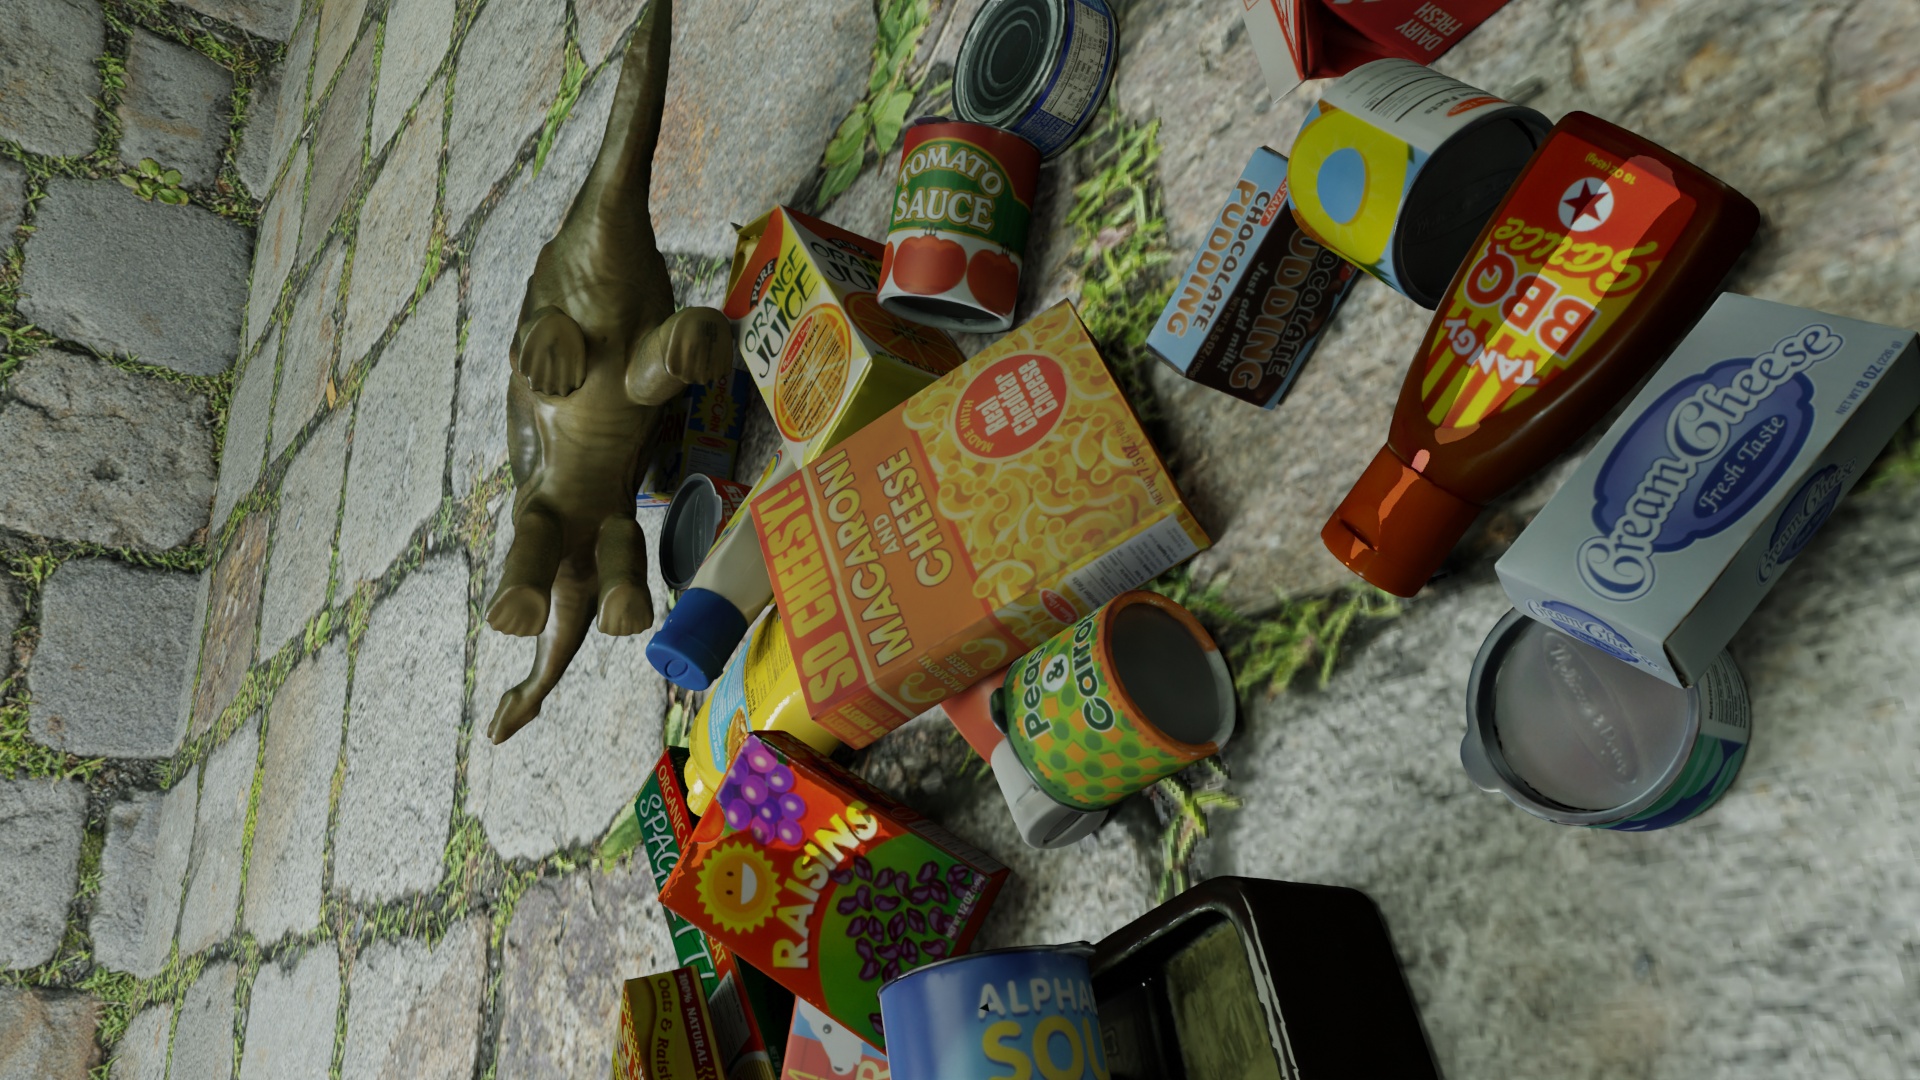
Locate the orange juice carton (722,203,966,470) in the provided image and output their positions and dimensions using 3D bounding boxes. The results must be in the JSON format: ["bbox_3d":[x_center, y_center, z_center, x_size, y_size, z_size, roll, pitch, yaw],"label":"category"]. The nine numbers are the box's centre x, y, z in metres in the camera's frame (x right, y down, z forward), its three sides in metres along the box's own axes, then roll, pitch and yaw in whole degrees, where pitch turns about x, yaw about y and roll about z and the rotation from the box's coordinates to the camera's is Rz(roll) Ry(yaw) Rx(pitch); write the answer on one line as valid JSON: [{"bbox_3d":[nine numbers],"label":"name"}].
[{"bbox_3d":[-0.065,-0.109,0.722,0.072,0.072,0.193,-56,41,25],"label":"orange juice carton"}]

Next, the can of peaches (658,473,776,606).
[{"bbox_3d":[-0.127,0.000,0.778,0.071,0.058,0.071,-22,61,47],"label":"can of peaches"}]

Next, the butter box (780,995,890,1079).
[{"bbox_3d":[-0.051,0.236,0.609,0.053,0.024,0.103,10,86,17],"label":"butter box"}]

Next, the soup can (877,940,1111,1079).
[{"bbox_3d":[0.016,0.169,0.408,0.071,0.071,0.084,-38,51,40],"label":"soup can"}]

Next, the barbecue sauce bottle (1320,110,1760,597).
[{"bbox_3d":[0.167,-0.051,0.423,0.065,0.044,0.148,50,119,40],"label":"barbecue sauce bottle"}]

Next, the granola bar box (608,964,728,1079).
[{"bbox_3d":[-0.129,0.306,0.657,0.123,0.039,0.166,109,146,-44],"label":"granola bar box"}]

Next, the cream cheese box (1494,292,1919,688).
[{"bbox_3d":[0.193,-0.015,0.361,0.104,0.024,0.053,-49,36,-6],"label":"cream cheese box"}]

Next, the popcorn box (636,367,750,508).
[{"bbox_3d":[-0.188,-0.066,0.895,0.126,0.038,0.085,0,78,52],"label":"popcorn box"}]

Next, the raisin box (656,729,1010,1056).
[{"bbox_3d":[-0.054,0.146,0.588,0.123,0.040,0.086,28,92,18],"label":"raisin box"}]

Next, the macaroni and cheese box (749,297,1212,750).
[{"bbox_3d":[0.002,-0.007,0.573,0.166,0.040,0.124,-31,50,11],"label":"macaroni and cheese box"}]

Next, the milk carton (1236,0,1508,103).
[{"bbox_3d":[0.166,-0.229,0.457,0.189,0.073,0.072,-36,52,41],"label":"milk carton"}]

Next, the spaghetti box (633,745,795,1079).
[{"bbox_3d":[-0.124,0.213,0.728,0.050,0.029,0.251,-57,41,24],"label":"spaghetti box"}]

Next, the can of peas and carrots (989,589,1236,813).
[{"bbox_3d":[0.056,0.058,0.509,0.058,0.071,0.071,-38,51,39],"label":"can of peas and carrots"}]

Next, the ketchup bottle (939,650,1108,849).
[{"bbox_3d":[0.017,0.057,0.583,0.064,0.043,0.149,-46,46,24],"label":"ketchup bottle"}]

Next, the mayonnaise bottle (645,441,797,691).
[{"bbox_3d":[-0.105,0.008,0.704,0.064,0.041,0.149,-40,17,55],"label":"mayonnaise bottle"}]

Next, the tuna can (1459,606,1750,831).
[{"bbox_3d":[0.177,0.048,0.386,0.071,0.033,0.071,-21,62,48],"label":"tuna can"}]

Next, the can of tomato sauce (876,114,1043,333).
[{"bbox_3d":[-0.001,-0.146,0.652,0.071,0.071,0.083,4,83,53],"label":"can of tomato sauce"}]

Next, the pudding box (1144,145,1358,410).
[{"bbox_3d":[0.111,-0.093,0.505,0.083,0.050,0.030,-61,38,18],"label":"pudding box"}]

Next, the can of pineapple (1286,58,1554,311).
[{"bbox_3d":[0.149,-0.114,0.450,0.070,0.071,0.058,-61,39,19],"label":"can of pineapple"}]
